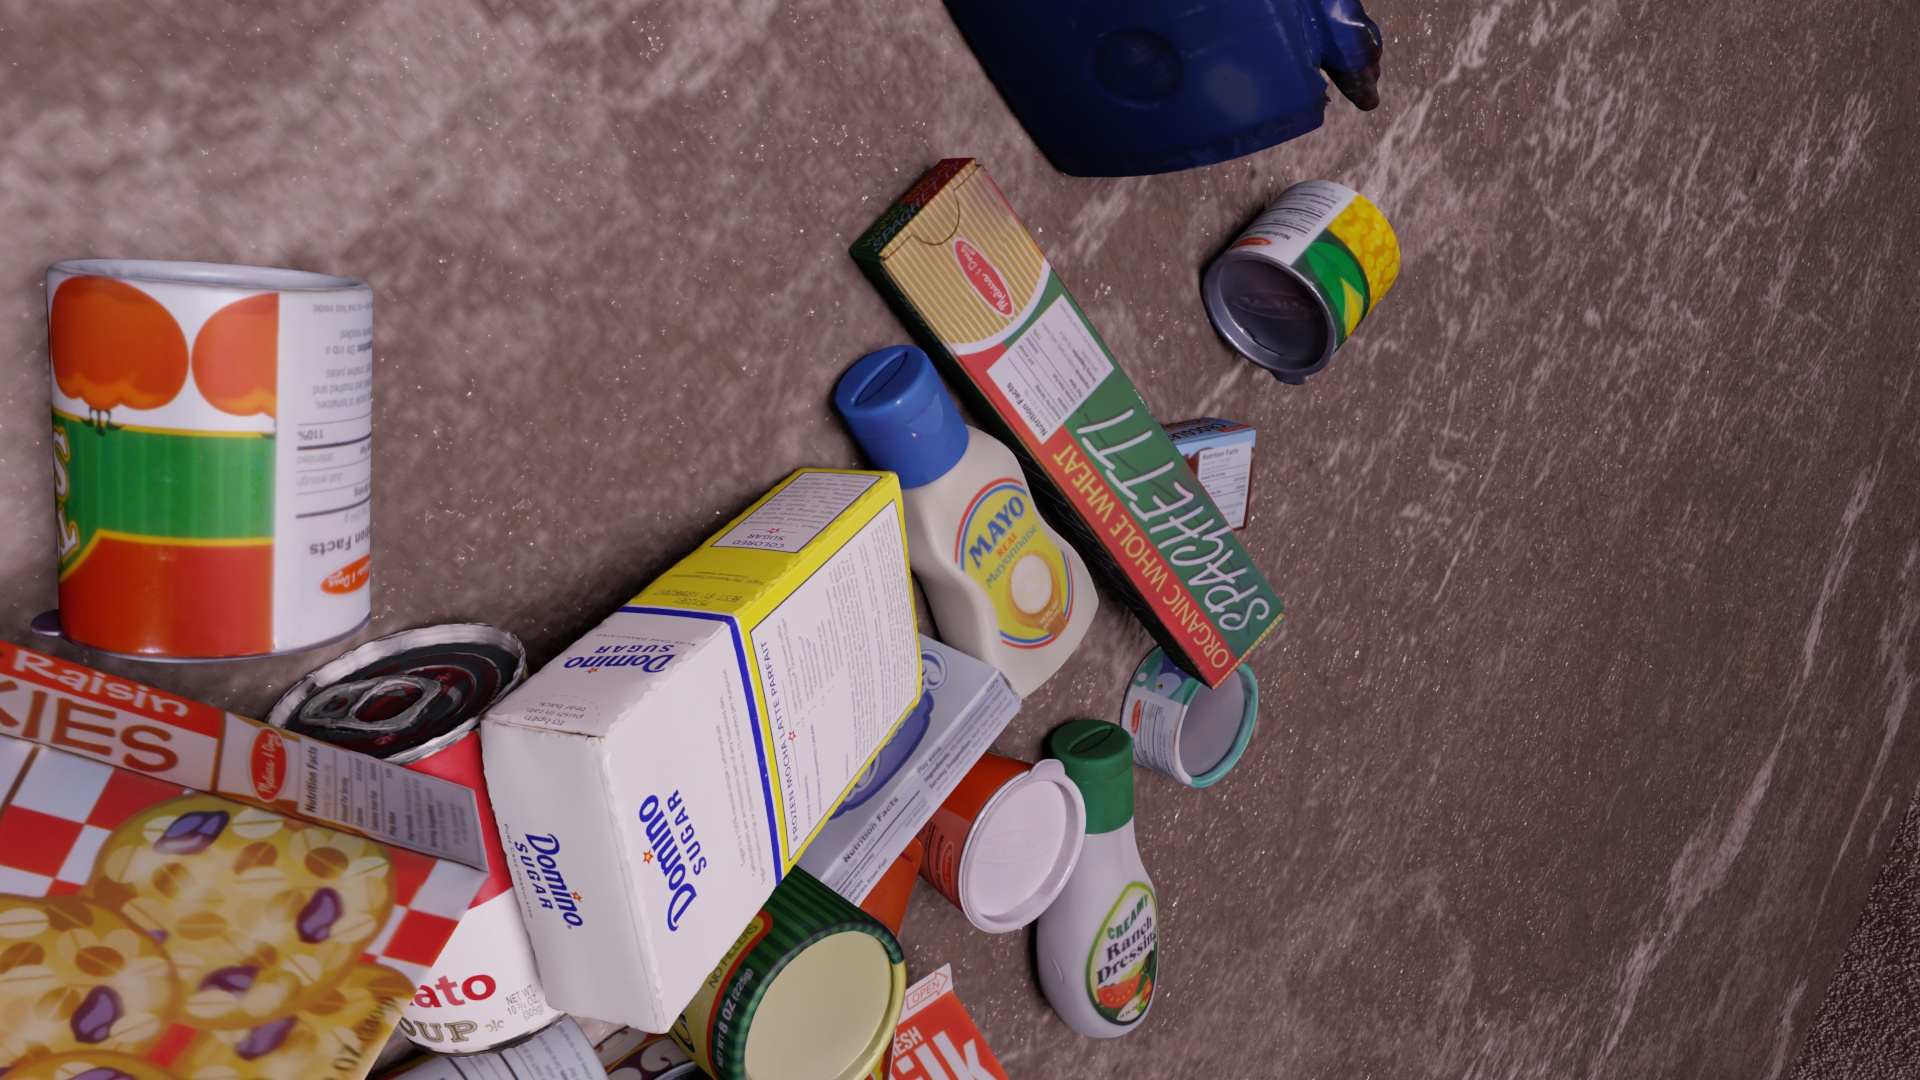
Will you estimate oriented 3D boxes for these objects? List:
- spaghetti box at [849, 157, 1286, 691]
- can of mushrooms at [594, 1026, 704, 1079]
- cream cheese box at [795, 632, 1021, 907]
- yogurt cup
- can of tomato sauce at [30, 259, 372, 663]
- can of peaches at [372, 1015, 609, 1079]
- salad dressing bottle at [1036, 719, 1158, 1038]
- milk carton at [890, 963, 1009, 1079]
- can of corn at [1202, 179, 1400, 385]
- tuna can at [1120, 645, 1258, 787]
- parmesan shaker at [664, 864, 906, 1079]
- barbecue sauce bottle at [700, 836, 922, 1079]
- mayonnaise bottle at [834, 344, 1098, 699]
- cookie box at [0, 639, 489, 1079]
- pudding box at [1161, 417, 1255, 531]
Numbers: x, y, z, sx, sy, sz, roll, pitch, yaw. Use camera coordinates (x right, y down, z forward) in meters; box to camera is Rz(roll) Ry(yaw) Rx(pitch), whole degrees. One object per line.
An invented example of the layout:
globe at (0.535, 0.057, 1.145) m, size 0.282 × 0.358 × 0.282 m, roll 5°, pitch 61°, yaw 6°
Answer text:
spaghetti box at (0.051, -0.034, 0.537) m, size 0.050 × 0.029 × 0.249 m, roll -46°, pitch 123°, yaw -9°
can of mushrooms at (-0.106, 0.206, 0.489) m, size 0.071 × 0.033 × 0.070 m, roll -16°, pitch 113°, yaw -41°
cream cheese box at (-0.029, 0.083, 0.510) m, size 0.104 × 0.053 × 0.024 m, roll -48°, pitch 132°, yaw -22°
yogurt cup at (0.008, 0.115, 0.557) m, size 0.072 × 0.054 × 0.072 m, roll -17°, pitch 115°, yaw -40°
can of tomato sauce at (-0.175, -0.021, 0.324) m, size 0.071 × 0.071 × 0.083 m, roll -6°, pitch 107°, yaw -43°
can of peaches at (-0.143, 0.183, 0.424) m, size 0.058 × 0.071 × 0.071 m, roll -19°, pitch 117°, yaw -40°
salad dressing bottle at (0.061, 0.154, 0.630) m, size 0.064 × 0.044 × 0.147 m, roll -24°, pitch 119°, yaw -39°
milk carton at (-0.024, 0.264, 0.561) m, size 0.072 × 0.073 × 0.189 m, roll -23°, pitch 118°, yaw -37°
can of corn at (0.152, -0.114, 0.614) m, size 0.058 × 0.071 × 0.071 m, roll -46°, pitch 131°, yaw -24°
tuna can at (0.112, 0.081, 0.663) m, size 0.071 × 0.033 × 0.070 m, roll -17°, pitch 115°, yaw -40°
parmesan shaker at (-0.074, 0.127, 0.445) m, size 0.071 × 0.103 × 0.071 m, roll -16°, pitch 114°, yaw -40°
barbecue sauce bottle at (-0.050, 0.170, 0.488) m, size 0.065 × 0.043 × 0.149 m, roll 36°, pitch 48°, yaw -21°
mayonnaise bottle at (0.002, -0.007, 0.519) m, size 0.065 × 0.041 × 0.147 m, roll -50°, pitch 133°, yaw -21°
cookie box at (-0.209, 0.087, 0.297) m, size 0.167 × 0.040 × 0.122 m, roll 27°, pitch 100°, yaw -32°
pudding box at (0.093, -0.025, 0.612) m, size 0.084 × 0.030 × 0.049 m, roll -13°, pitch 114°, yaw -41°
